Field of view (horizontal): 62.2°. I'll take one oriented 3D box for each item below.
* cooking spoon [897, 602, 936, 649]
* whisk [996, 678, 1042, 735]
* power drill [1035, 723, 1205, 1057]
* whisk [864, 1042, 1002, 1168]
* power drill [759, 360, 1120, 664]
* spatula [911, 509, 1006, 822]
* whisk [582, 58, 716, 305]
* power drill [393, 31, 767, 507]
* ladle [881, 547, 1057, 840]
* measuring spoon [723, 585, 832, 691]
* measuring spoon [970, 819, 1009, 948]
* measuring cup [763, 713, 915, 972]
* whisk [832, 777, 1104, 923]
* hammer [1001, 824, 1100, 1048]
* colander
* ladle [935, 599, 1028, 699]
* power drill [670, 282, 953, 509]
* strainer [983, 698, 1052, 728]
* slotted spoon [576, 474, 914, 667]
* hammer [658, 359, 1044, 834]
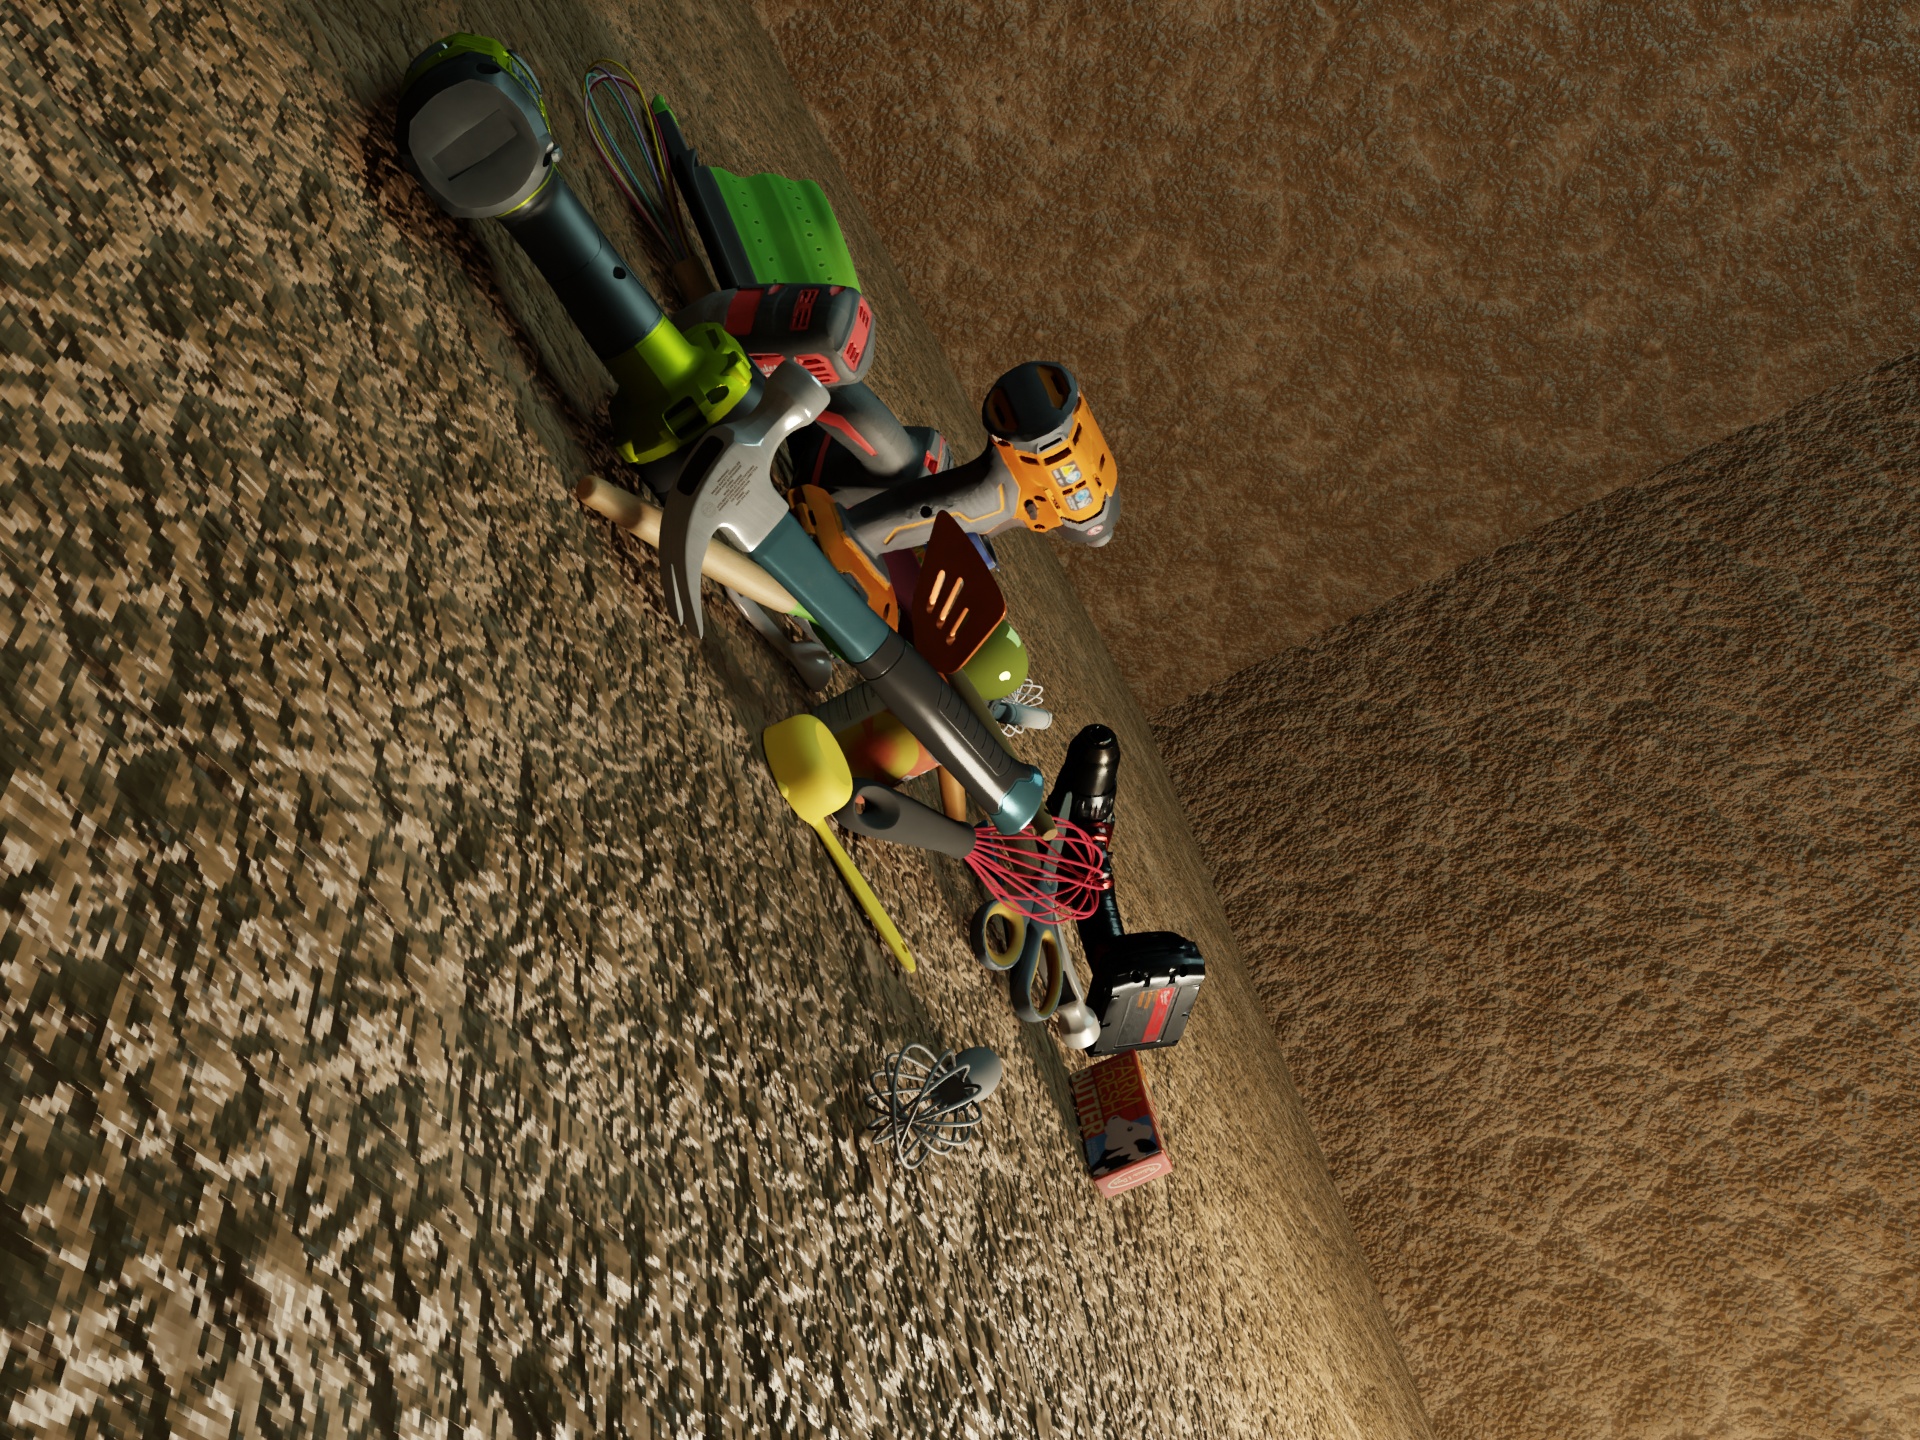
[{"bbox_3d":[-0.046,-0.106,1.314,0.017,0.068,0.319,19,20,-17],"label":"cooking spoon"},{"bbox_3d":[0.007,-0.029,1.390,0.070,0.070,0.284,66,15,14],"label":"whisk"},{"bbox_3d":[0.119,0.133,1.278,0.187,0.080,0.227,100,-21,-44],"label":"power drill"},{"bbox_3d":[-0.005,0.181,0.791,0.055,0.055,0.239,66,5,10],"label":"whisk"},{"bbox_3d":[-0.004,-0.126,1.040,0.164,0.226,0.084,49,17,-57],"label":"power drill"},{"bbox_3d":[-0.002,-0.003,1.016,0.081,0.041,0.322,58,-14,29],"label":"spatula"},{"bbox_3d":[-0.203,-0.347,1.125,0.051,0.047,0.245,-86,151,-74],"label":"whisk"},{"bbox_3d":[-0.188,-0.231,0.788,0.228,0.080,0.191,54,4,-32],"label":"power drill"},{"bbox_3d":[-0.006,-0.035,1.089,0.069,0.031,0.316,20,30,-44],"label":"ladle"},{"bbox_3d":[-0.106,-0.055,0.943,0.124,0.018,0.034,49,18,-56],"label":"measuring spoon"},{"bbox_3d":[0.022,0.134,1.159,0.042,0.021,0.129,75,4,-63],"label":"measuring spoon"},{"bbox_3d":[-0.055,0.066,0.856,0.156,0.029,0.062,60,10,-10],"label":"measuring cup"},{"bbox_3d":[0.010,0.078,0.999,0.295,0.073,0.073,24,38,-54],"label":"whisk"},{"bbox_3d":[0.050,0.106,1.285,0.332,0.031,0.130,-105,176,-57],"label":"hammer"},{"bbox_3d":[-0.158,-0.392,1.234,0.204,0.094,0.398,73,-6,-51],"label":"colander"},{"bbox_3d":[-0.013,-0.096,1.321,0.320,0.062,0.078,-120,-173,-65],"label":"ladle"},{"bbox_3d":[-0.099,-0.206,1.055,0.219,0.143,0.079,51,48,-59],"label":"power drill"},{"bbox_3d":[0.033,-0.007,1.357,0.050,0.087,0.258,34,9,20],"label":"strainer"},{"bbox_3d":[-0.110,-0.074,0.873,0.070,0.031,0.313,31,1,27],"label":"slotted spoon"},{"bbox_3d":[-0.041,-0.035,0.853,0.033,0.128,0.330,34,-10,45],"label":"hammer"}]
